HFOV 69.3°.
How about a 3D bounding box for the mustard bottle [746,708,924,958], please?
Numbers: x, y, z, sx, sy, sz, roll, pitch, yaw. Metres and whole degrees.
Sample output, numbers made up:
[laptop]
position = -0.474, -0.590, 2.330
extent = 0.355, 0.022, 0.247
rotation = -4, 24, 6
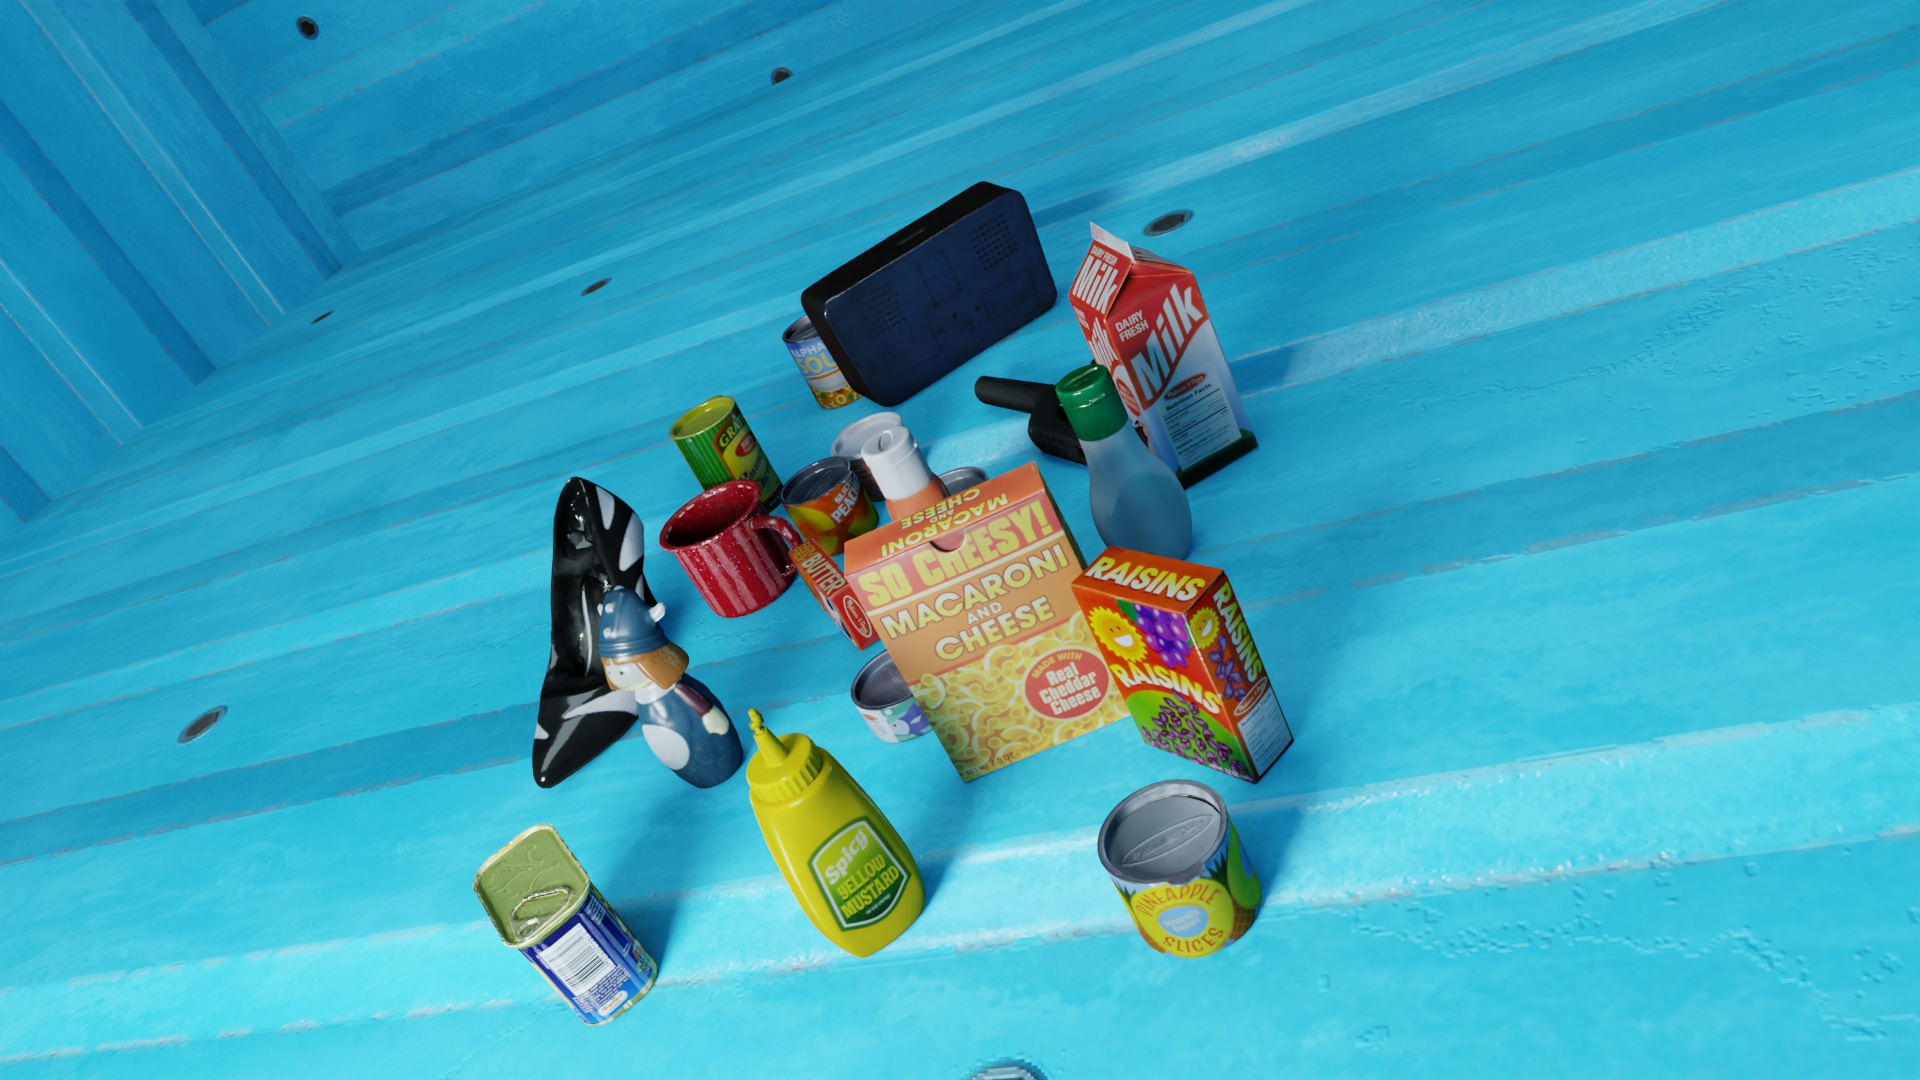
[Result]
[mustard bottle]
position = -0.075, 0.152, 0.740
extent = 0.065, 0.159, 0.049
rotation = -38, 30, -18

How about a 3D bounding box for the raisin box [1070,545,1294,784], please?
[raisin box]
position = 0.121, 0.066, 0.753
extent = 0.040, 0.123, 0.086
rotation = -42, 32, -25

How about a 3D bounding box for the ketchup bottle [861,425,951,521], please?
[ketchup bottle]
position = -0.020, -0.010, 0.965
extent = 0.043, 0.148, 0.065
rotation = -22, 29, 10

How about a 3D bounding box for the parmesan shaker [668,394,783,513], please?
[parmesan shaker]
position = -0.210, -0.073, 1.270
extent = 0.071, 0.102, 0.071
rotation = -21, 30, 12

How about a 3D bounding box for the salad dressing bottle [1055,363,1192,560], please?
[salad dressing bottle]
position = 0.107, -0.047, 0.920
extent = 0.064, 0.147, 0.044
rotation = -31, 29, -6

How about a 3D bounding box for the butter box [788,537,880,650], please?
[butter box]
position = -0.095, 0.039, 1.046
extent = 0.024, 0.053, 0.104
rotation = -33, 29, -10

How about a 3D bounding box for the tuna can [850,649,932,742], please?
[tuna can]
position = -0.035, 0.099, 0.922
extent = 0.071, 0.032, 0.071
rotation = -20, 30, 12

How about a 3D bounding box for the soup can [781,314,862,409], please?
[soup can]
position = -0.132, -0.183, 1.401
extent = 0.071, 0.083, 0.072
rotation = -21, 30, 12

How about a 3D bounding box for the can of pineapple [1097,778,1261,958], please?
[can of pineapple]
position = 0.107, 0.161, 0.678
extent = 0.071, 0.057, 0.071
rotation = -21, 30, 12

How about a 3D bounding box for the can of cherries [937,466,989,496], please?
[can of cherries]
position = 0.004, -0.013, 1.043
extent = 0.071, 0.058, 0.072
rotation = -21, 30, 12

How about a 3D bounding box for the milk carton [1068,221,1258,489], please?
[milk carton]
position = 0.139, -0.137, 0.995
extent = 0.073, 0.189, 0.072
rotation = -30, 29, -4

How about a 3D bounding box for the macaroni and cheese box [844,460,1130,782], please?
[macaroni and cheese box]
position = 0.023, 0.051, 0.813
extent = 0.123, 0.166, 0.040
rotation = -24, 29, 7

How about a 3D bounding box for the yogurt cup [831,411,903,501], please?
[yogurt cup]
position = -0.070, -0.071, 1.201
extent = 0.072, 0.053, 0.073
rotation = -20, 30, 12

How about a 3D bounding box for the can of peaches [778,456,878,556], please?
[can of peaches]
position = -0.107, -0.028, 1.159
extent = 0.071, 0.058, 0.071
rotation = -21, 30, 12
